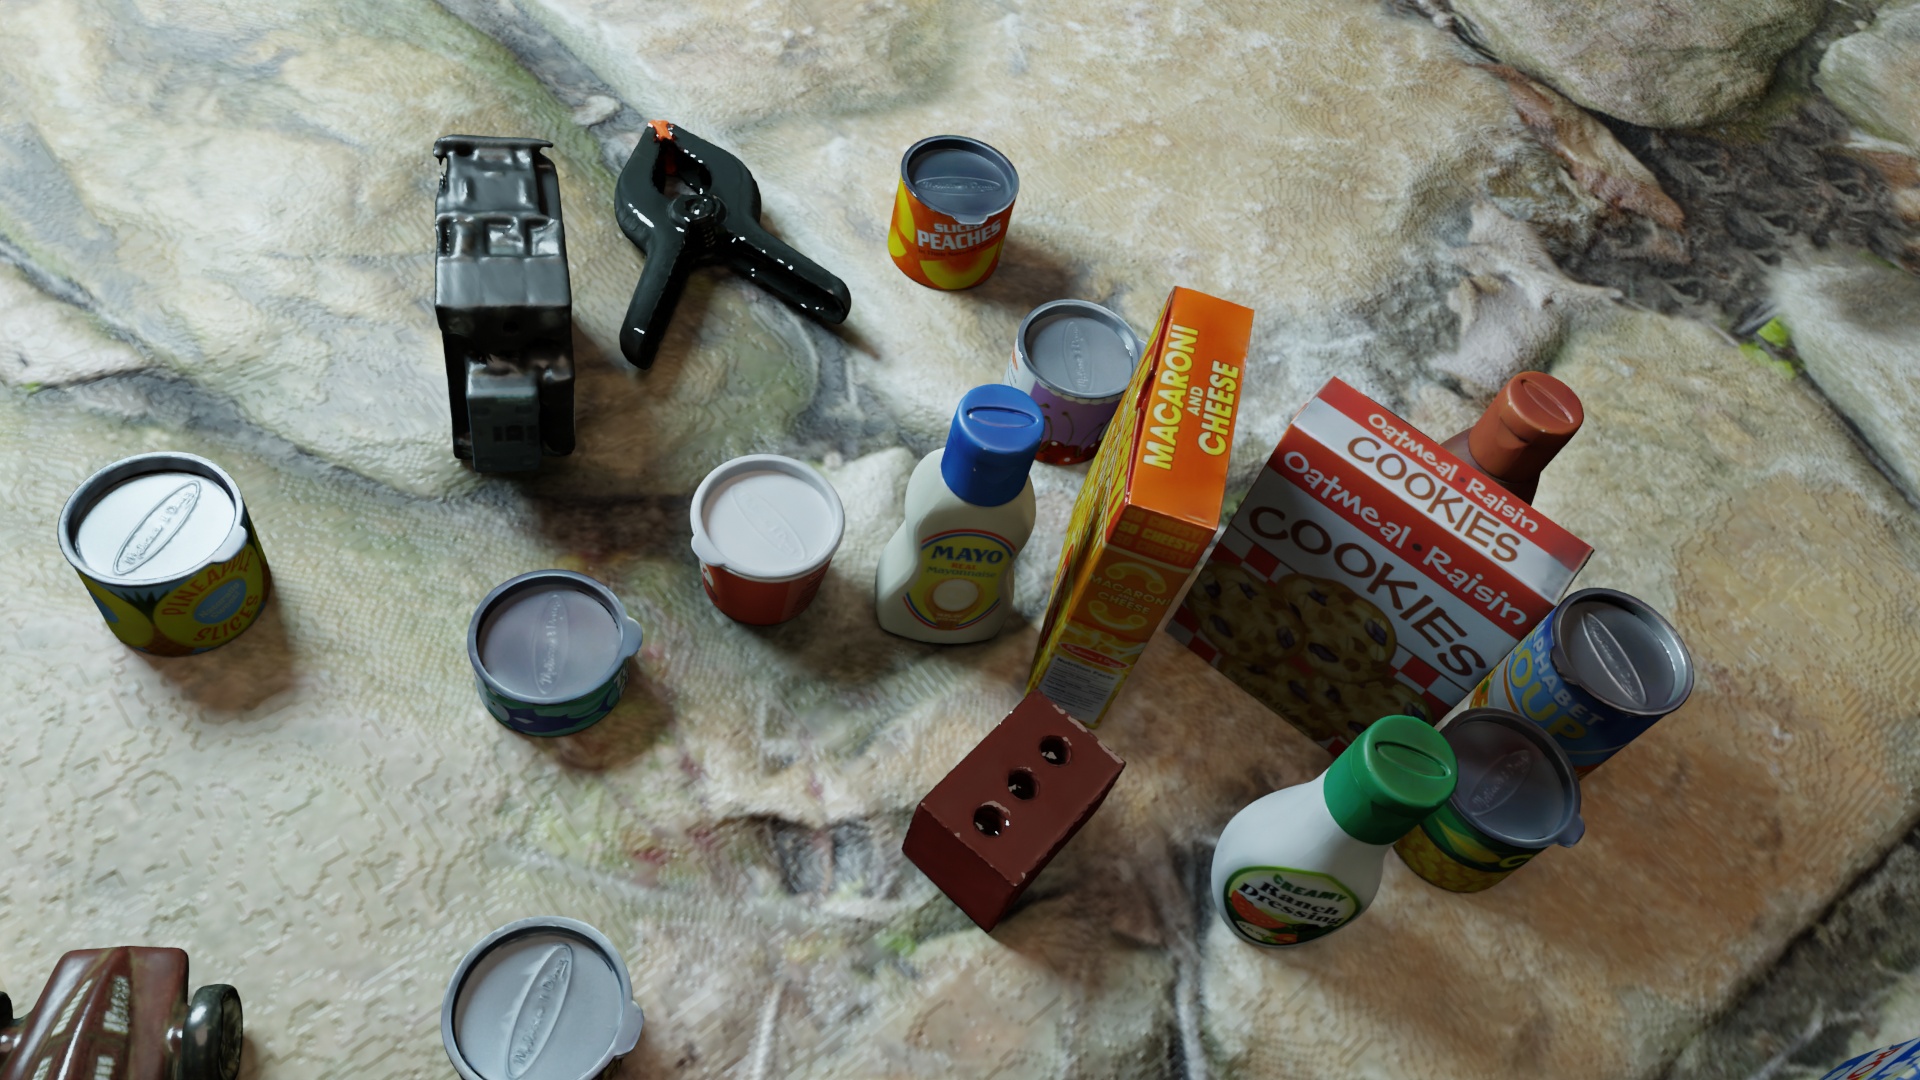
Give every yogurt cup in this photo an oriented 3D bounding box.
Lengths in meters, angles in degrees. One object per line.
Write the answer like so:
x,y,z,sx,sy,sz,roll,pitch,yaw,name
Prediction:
-0.089,0.002,0.633,0.072,0.053,0.073,6,55,-9,yogurt cup

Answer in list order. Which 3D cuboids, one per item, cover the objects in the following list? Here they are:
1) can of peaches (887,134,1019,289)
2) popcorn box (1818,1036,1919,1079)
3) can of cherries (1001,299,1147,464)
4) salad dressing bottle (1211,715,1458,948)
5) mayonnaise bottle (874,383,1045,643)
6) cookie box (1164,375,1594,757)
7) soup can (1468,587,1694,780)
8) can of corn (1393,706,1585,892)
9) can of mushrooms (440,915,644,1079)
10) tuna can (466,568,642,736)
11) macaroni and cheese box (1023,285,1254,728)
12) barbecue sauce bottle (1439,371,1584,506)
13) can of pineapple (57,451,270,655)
-0.005,-0.181,0.777,0.071,0.057,0.071,6,55,-9,can of peaches
0.355,0.240,0.551,0.127,0.084,0.038,-18,62,-23,popcorn box
0.058,-0.081,0.722,0.071,0.058,0.072,6,55,-9,can of cherries
0.146,0.117,0.550,0.064,0.146,0.044,20,54,1,salad dressing bottle
0.002,-0.008,0.603,0.065,0.147,0.041,5,55,-9,mayonnaise bottle
0.174,0.022,0.610,0.123,0.166,0.040,37,56,13,cookie box
0.286,0.072,0.653,0.071,0.083,0.072,6,55,-9,soup can
0.234,0.119,0.624,0.071,0.058,0.071,6,55,-9,can of corn
-0.152,0.176,0.511,0.071,0.033,0.071,6,55,-9,can of mushrooms
-0.173,0.048,0.595,0.071,0.032,0.071,6,55,-9,tuna can
0.075,-0.010,0.610,0.040,0.165,0.124,18,54,-1,macaroni and cheese box
0.243,-0.021,0.667,0.044,0.147,0.065,-30,67,-28,barbecue sauce bottle
-0.325,0.007,0.573,0.071,0.057,0.071,6,55,-9,can of pineapple
